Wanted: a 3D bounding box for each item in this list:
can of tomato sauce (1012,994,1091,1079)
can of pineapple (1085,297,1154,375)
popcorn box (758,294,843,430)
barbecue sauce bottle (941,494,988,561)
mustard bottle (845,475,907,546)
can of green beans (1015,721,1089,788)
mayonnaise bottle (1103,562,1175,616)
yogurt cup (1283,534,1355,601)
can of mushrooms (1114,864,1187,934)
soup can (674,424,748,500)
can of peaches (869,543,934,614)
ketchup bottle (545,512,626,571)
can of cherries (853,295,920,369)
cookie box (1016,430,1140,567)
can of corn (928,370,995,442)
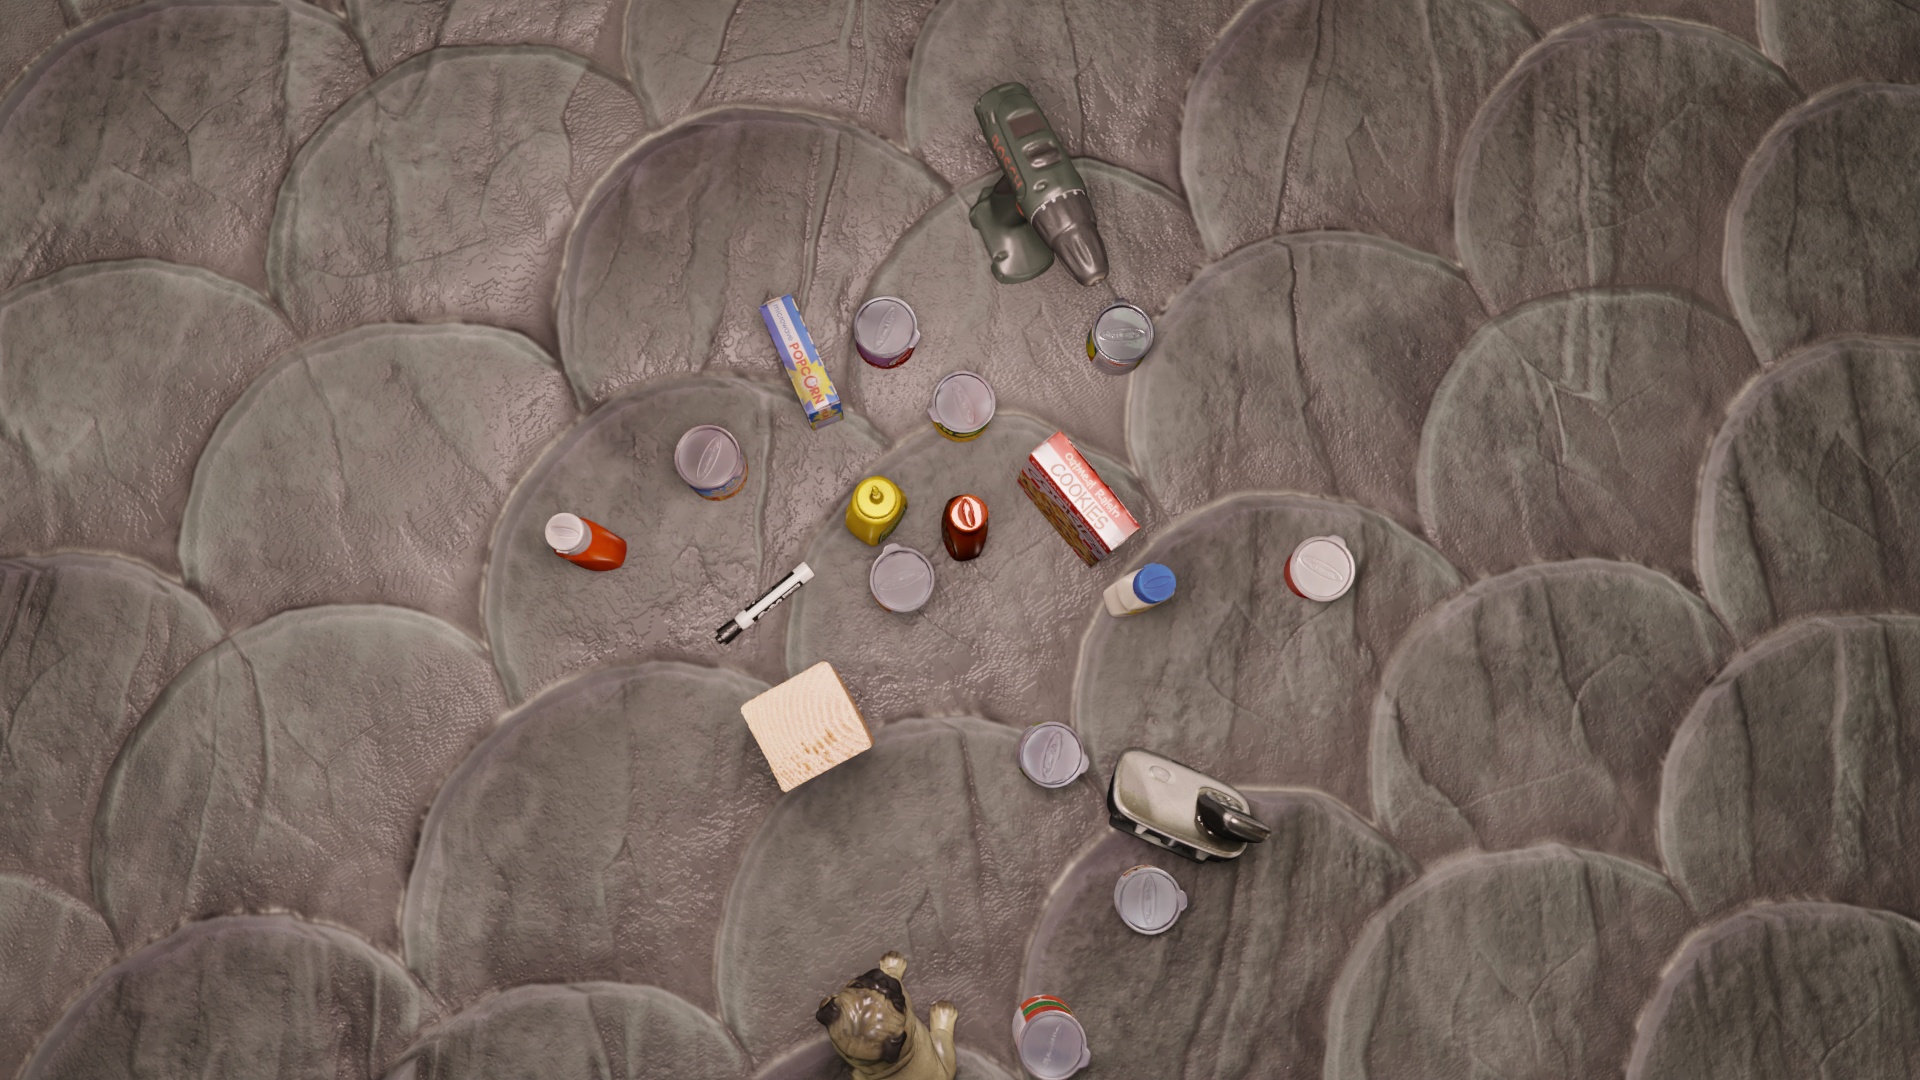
[{"bbox_3d":[0.088,0.489,1.368,0.071,0.083,0.071,0,83,-3],"label":"can of tomato sauce"},{"bbox_3d":[0.170,-0.216,1.482,0.071,0.058,0.071,0,82,-3],"label":"can of pineapple"},{"bbox_3d":[-0.165,-0.184,1.447,0.038,0.085,0.127,-24,84,-5],"label":"popcorn box"},{"bbox_3d":[0.005,-0.018,1.400,0.044,0.148,0.065,-10,83,-4],"label":"barbecue sauce bottle"},{"bbox_3d":[-0.084,-0.034,1.392,0.049,0.160,0.065,38,83,2],"label":"mustard bottle"},{"bbox_3d":[0.091,0.218,1.418,0.071,0.057,0.071,0,82,-3],"label":"can of green beans"},{"bbox_3d":[0.185,0.050,1.400,0.065,0.148,0.041,-18,84,-5],"label":"mayonnaise bottle"},{"bbox_3d":[0.373,0.032,1.460,0.072,0.054,0.072,0,82,-3],"label":"yogurt cup"},{"bbox_3d":[0.193,0.366,1.415,0.071,0.033,0.071,0,82,-3],"label":"can of mushrooms"},{"bbox_3d":[-0.252,-0.077,1.429,0.071,0.083,0.071,0,83,-3],"label":"soup can"},{"bbox_3d":[-0.061,0.040,1.435,0.071,0.058,0.071,0,82,-3],"label":"can of peaches"},{"bbox_3d":[-0.376,0.002,1.379,0.065,0.148,0.043,9,83,-2],"label":"ketchup bottle"},{"bbox_3d":[-0.077,-0.217,1.469,0.071,0.058,0.071,0,82,-3],"label":"can of cherries"},{"bbox_3d":[0.116,-0.039,1.399,0.040,0.167,0.123,-39,86,-7],"label":"cookie box"},{"bbox_3d":[-0.001,-0.139,1.462,0.071,0.058,0.071,0,82,-3],"label":"can of corn"}]
